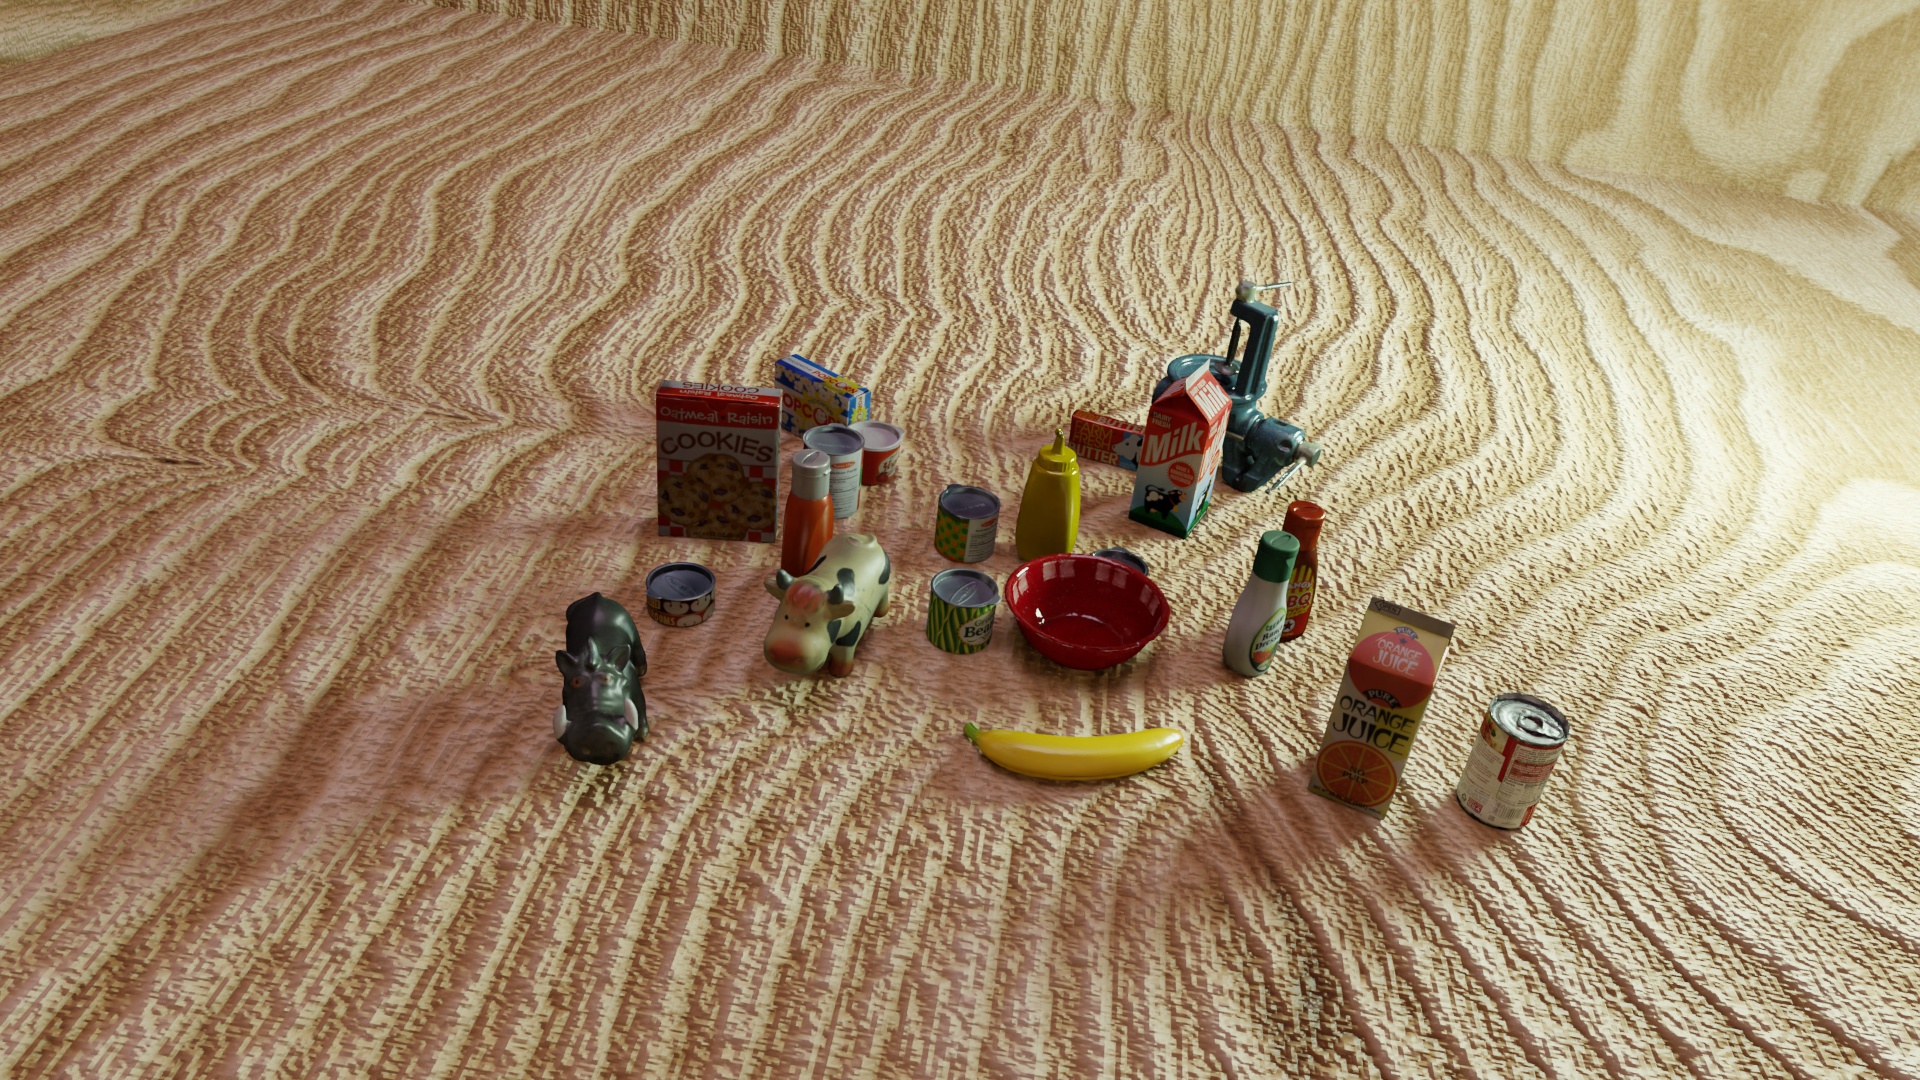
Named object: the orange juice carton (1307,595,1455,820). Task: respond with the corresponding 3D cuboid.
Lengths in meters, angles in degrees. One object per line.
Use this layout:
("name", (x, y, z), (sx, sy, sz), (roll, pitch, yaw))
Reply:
("orange juice carton", (0.361, 0.136, 1.188), (0.072, 0.191, 0.073), (20, 35, 20))

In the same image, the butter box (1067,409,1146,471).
("butter box", (0.182, -0.120, 1.680), (0.103, 0.052, 0.024), (17, 34, 14))

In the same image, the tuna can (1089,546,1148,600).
("tuna can", (0.161, 0.038, 1.449), (0.071, 0.032, 0.071), (5, 33, -3))

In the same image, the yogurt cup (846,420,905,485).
("yogurt cup", (-0.102, -0.099, 1.592), (0.072, 0.053, 0.073), (5, 33, -3))

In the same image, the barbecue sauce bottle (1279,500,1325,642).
("barbecue sauce bottle", (0.328, 0.031, 1.386), (0.065, 0.147, 0.044), (-4, 34, -17))

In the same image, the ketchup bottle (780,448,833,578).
("ketchup bottle", (-0.149, -0.017, 1.368), (0.043, 0.148, 0.065), (18, 34, 17))

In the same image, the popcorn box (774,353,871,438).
("popcorn box", (-0.166, -0.158, 1.642), (0.127, 0.084, 0.038), (29, 38, 30))

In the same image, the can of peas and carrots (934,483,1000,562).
("can of peas and carrots", (0.005, -0.019, 1.483), (0.071, 0.058, 0.071), (5, 33, -3))

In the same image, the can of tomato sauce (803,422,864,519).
("can of tomato sauce", (-0.141, -0.076, 1.521), (0.071, 0.082, 0.071), (5, 32, -3))

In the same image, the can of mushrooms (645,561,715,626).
("can of mushrooms", (-0.272, 0.053, 1.342), (0.071, 0.033, 0.071), (5, 33, -3))

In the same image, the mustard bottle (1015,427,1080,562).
("mustard bottle", (0.097, -0.049, 1.454), (0.065, 0.159, 0.049), (14, 33, 11))

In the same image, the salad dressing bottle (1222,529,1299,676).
("salad dressing bottle", (0.290, 0.060, 1.334), (0.064, 0.146, 0.044), (-21, 42, -37))

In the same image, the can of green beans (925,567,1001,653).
("can of green beans", (0.001, 0.068, 1.348), (0.071, 0.057, 0.071), (5, 33, -3))

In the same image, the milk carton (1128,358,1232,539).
("milk carton", (0.247, -0.106, 1.543), (0.073, 0.189, 0.073), (21, 35, 21))

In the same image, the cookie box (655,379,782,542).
("cookie box", (-0.248, -0.079, 1.428), (0.123, 0.166, 0.040), (4, 32, -5))
